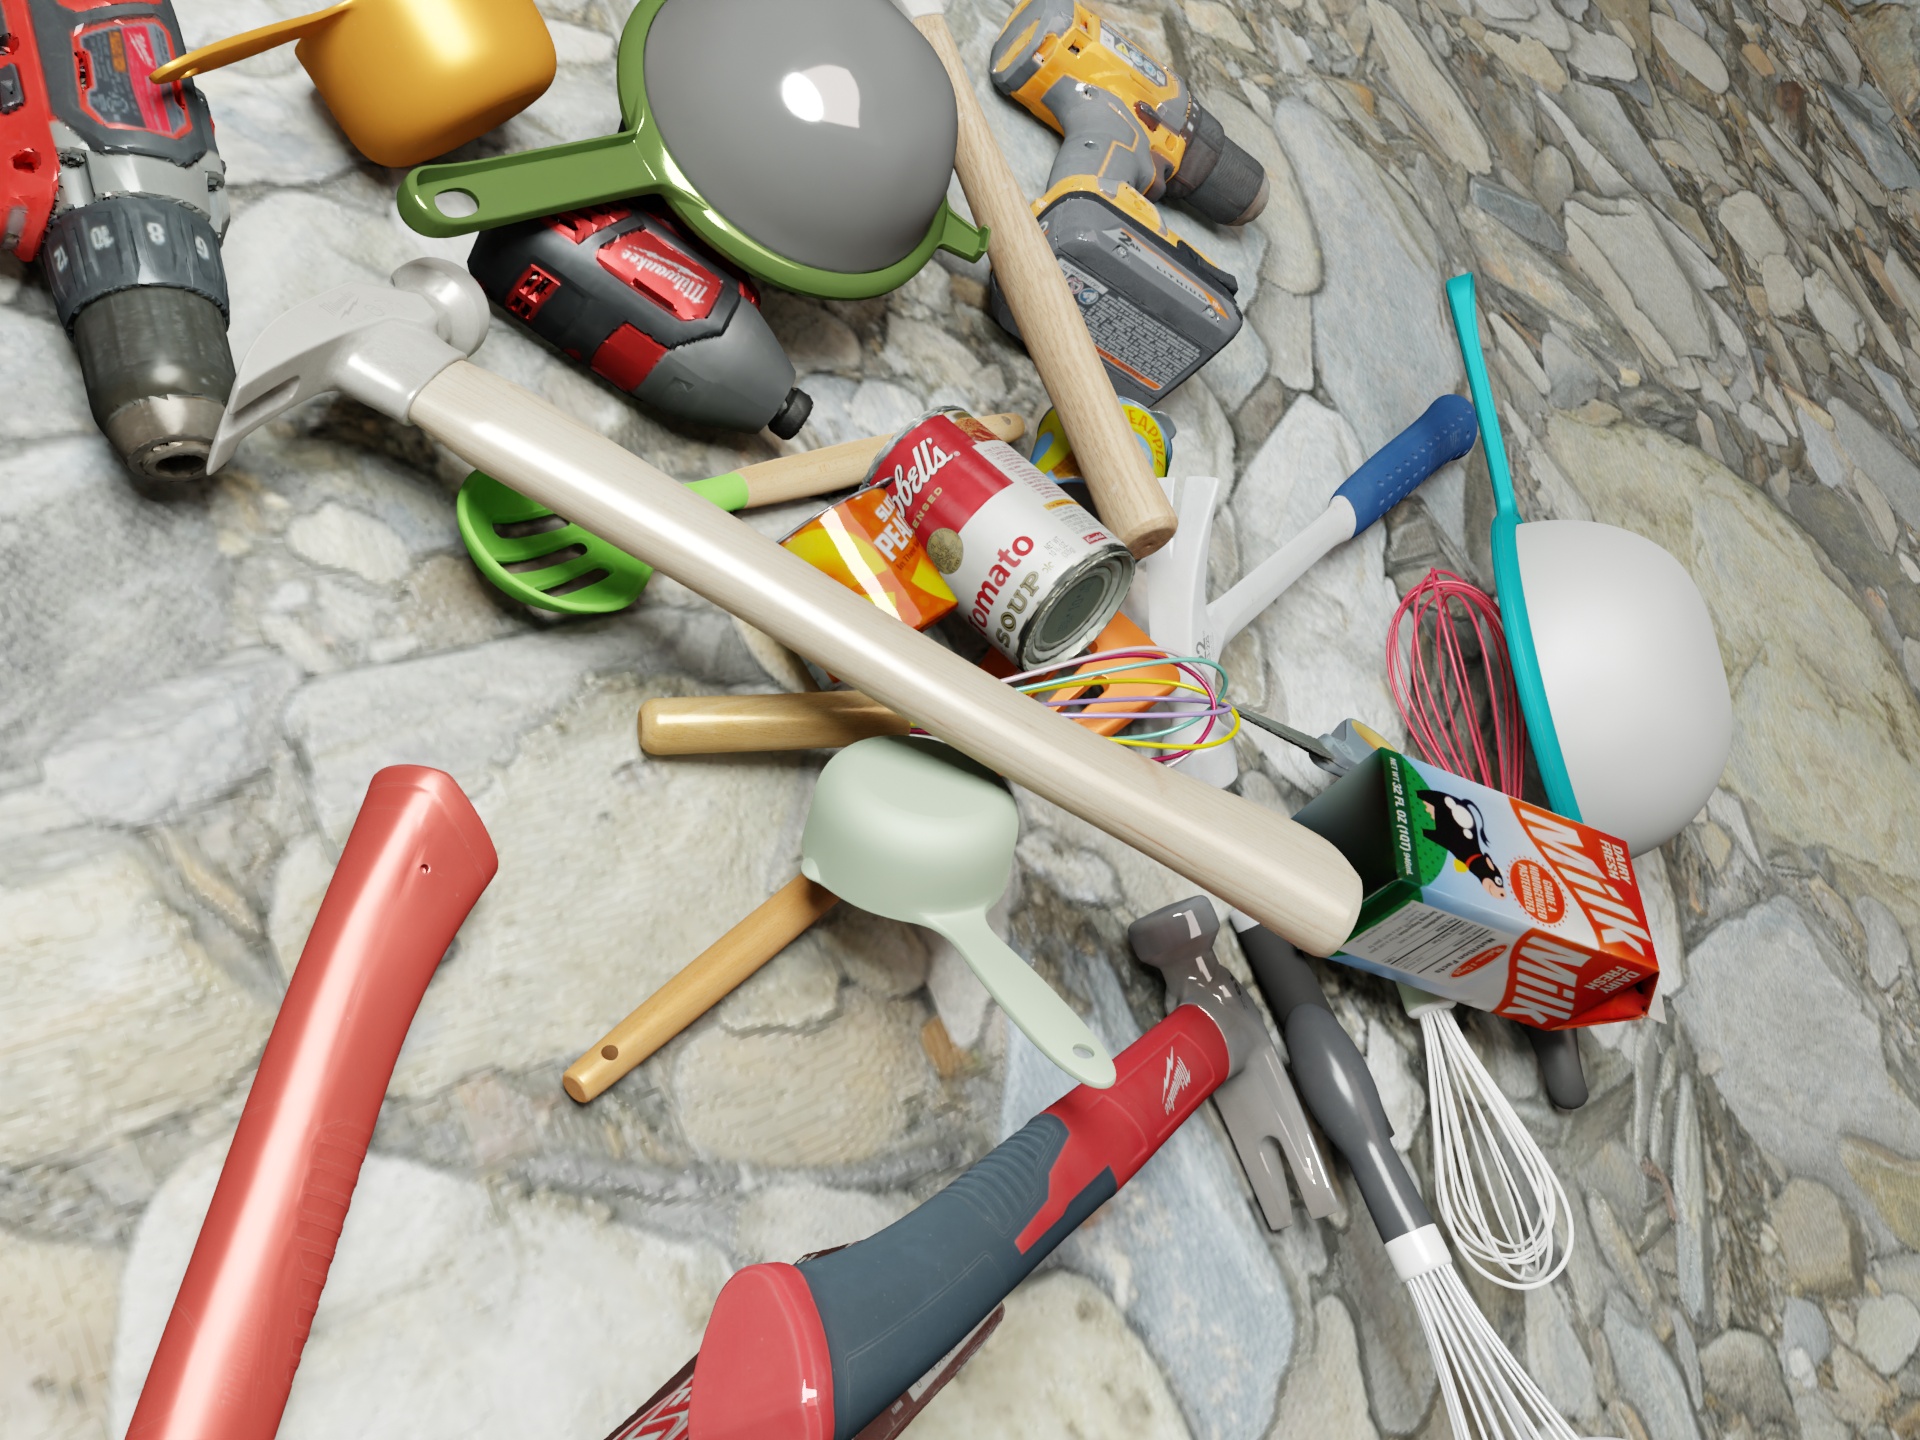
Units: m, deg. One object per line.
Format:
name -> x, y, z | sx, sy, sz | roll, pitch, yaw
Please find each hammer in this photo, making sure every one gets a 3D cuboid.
hammer -> 0.201, -0.111, 0.853 | 0.405, 0.035, 0.144 | -37, 124, -48
hammer -> 0.021, -0.219, 0.717 | 0.031, 0.130, 0.331 | -15, 72, -18
hammer -> -0.040, -0.024, 0.543 | 0.410, 0.038, 0.146 | 30, 29, -7
hammer -> 0.042, 0.156, 0.513 | 0.386, 0.038, 0.143 | -9, 74, -65
hammer -> -0.201, 0.169, 0.410 | 0.149, 0.036, 0.359 | 25, 54, -26

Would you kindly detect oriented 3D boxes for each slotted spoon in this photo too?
slotted spoon -> -0.073, -0.098, 0.661 | 0.314, 0.031, 0.070 | -24, 74, -45

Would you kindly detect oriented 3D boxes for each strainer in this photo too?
strainer -> -0.088, -0.228, 0.593 | 0.256, 0.069, 0.151 | -31, 92, -41
strainer -> 0.344, -0.083, 0.855 | 0.211, 0.095, 0.340 | -22, 98, -65

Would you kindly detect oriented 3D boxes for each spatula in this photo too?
spatula -> -0.028, 0.039, 0.614 | 0.081, 0.041, 0.322 | 41, 47, 12

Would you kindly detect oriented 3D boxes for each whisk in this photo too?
whisk -> 0.230, 0.145, 0.763 | 0.059, 0.057, 0.247 | -10, 67, -10
whisk -> 0.000, -0.001, 0.616 | 0.245, 0.051, 0.047 | -2, 61, -20
whisk -> 0.287, 0.058, 0.849 | 0.073, 0.073, 0.296 | 0, 73, -39
whisk -> 0.194, 0.241, 0.625 | 0.070, 0.070, 0.285 | 1, 55, -39

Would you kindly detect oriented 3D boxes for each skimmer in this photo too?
skimmer -> 0.212, 0.237, 0.667 | 0.127, 0.090, 0.363 | -24, 79, -9

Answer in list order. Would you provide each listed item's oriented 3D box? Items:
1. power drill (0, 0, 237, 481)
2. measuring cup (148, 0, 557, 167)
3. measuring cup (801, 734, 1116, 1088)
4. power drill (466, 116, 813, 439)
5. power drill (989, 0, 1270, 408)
power drill -> -0.327, -0.159, 0.458 | 0.226, 0.080, 0.188 | -6, 71, -44
measuring cup -> -0.209, -0.224, 0.563 | 0.052, 0.095, 0.174 | 61, 32, -20
measuring cup -> 0.006, 0.057, 0.534 | 0.083, 0.038, 0.168 | -5, 32, -32
power drill -> -0.100, -0.222, 0.673 | 0.143, 0.078, 0.220 | 33, 53, -21
power drill -> 0.099, -0.276, 0.861 | 0.185, 0.084, 0.226 | 25, 49, -29
